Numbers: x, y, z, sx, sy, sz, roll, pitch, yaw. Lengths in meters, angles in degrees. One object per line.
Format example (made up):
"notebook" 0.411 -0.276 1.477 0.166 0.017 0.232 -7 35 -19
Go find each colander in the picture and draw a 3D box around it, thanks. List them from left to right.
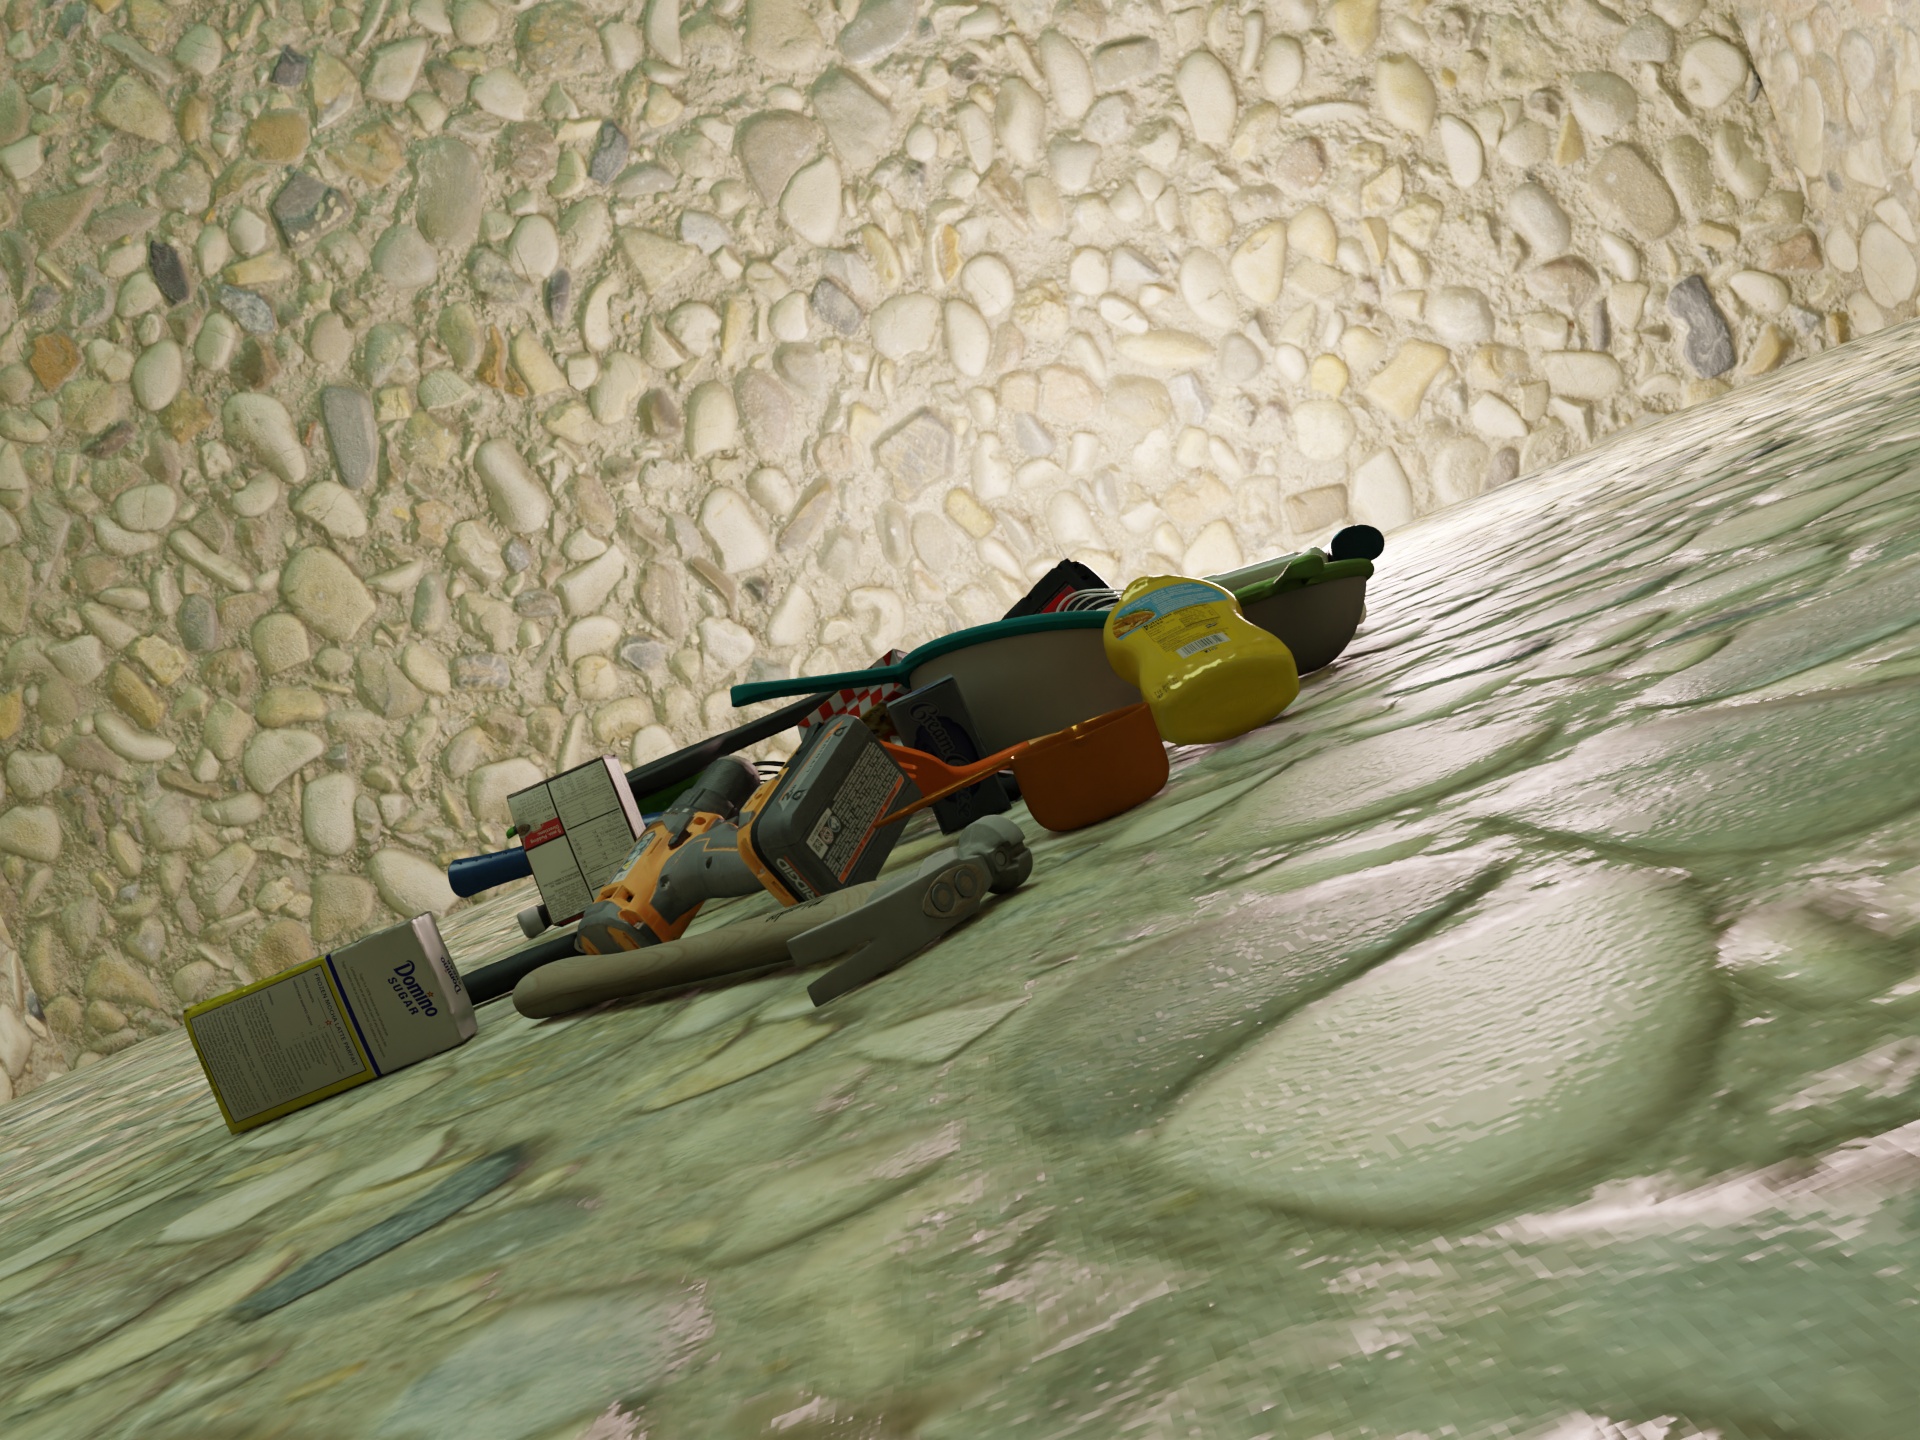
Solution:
"colander" -0.206 0.059 1.442 0.397 0.094 0.204 -23 5 4

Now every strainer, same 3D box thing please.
"strainer" -0.002 -0.004 1.223 0.340 0.095 0.211 -7 -12 -10
"strainer" 0.239 -0.069 1.138 0.151 0.069 0.256 -16 -4 4

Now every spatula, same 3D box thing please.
"spatula" 0.067 0.007 1.088 0.322 0.041 0.081 -13 -27 -11

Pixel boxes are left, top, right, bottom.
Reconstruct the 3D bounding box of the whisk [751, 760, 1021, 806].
"whisk" -0.070 0.053 1.186 0.239 0.055 0.055 -2 7 13

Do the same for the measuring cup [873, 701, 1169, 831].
"measuring cup" 0.038 0.046 0.915 0.173 0.052 0.095 -24 3 3

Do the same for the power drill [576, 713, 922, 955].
"power drill" -0.132 0.069 1.032 0.226 0.084 0.185 -22 26 39

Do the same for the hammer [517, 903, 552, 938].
"hammer" -0.363 0.183 1.646 0.146 0.035 0.335 -24 3 -24

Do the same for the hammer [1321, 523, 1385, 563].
"hammer" 0.307 -0.126 1.358 0.128 0.033 0.331 -14 -3 2

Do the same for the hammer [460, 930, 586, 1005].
"hammer" -0.278 0.166 1.275 0.409 0.036 0.149 -23 2 0

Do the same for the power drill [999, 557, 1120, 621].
"power drill" 0.108 -0.055 1.461 0.143 0.079 0.219 -44 -22 5

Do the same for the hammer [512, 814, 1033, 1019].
"hammer" -0.146 0.132 0.871 0.410 0.038 0.146 -20 5 45

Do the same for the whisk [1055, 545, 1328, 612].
"whisk" 0.177 -0.098 1.266 0.246 0.059 0.058 -15 7 35

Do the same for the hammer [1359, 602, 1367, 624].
"hammer" 0.245 -0.066 1.541 0.130 0.031 0.331 -14 -2 -22

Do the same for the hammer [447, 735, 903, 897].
"hammer" -0.227 0.081 1.312 0.405 0.035 0.144 -15 4 10
